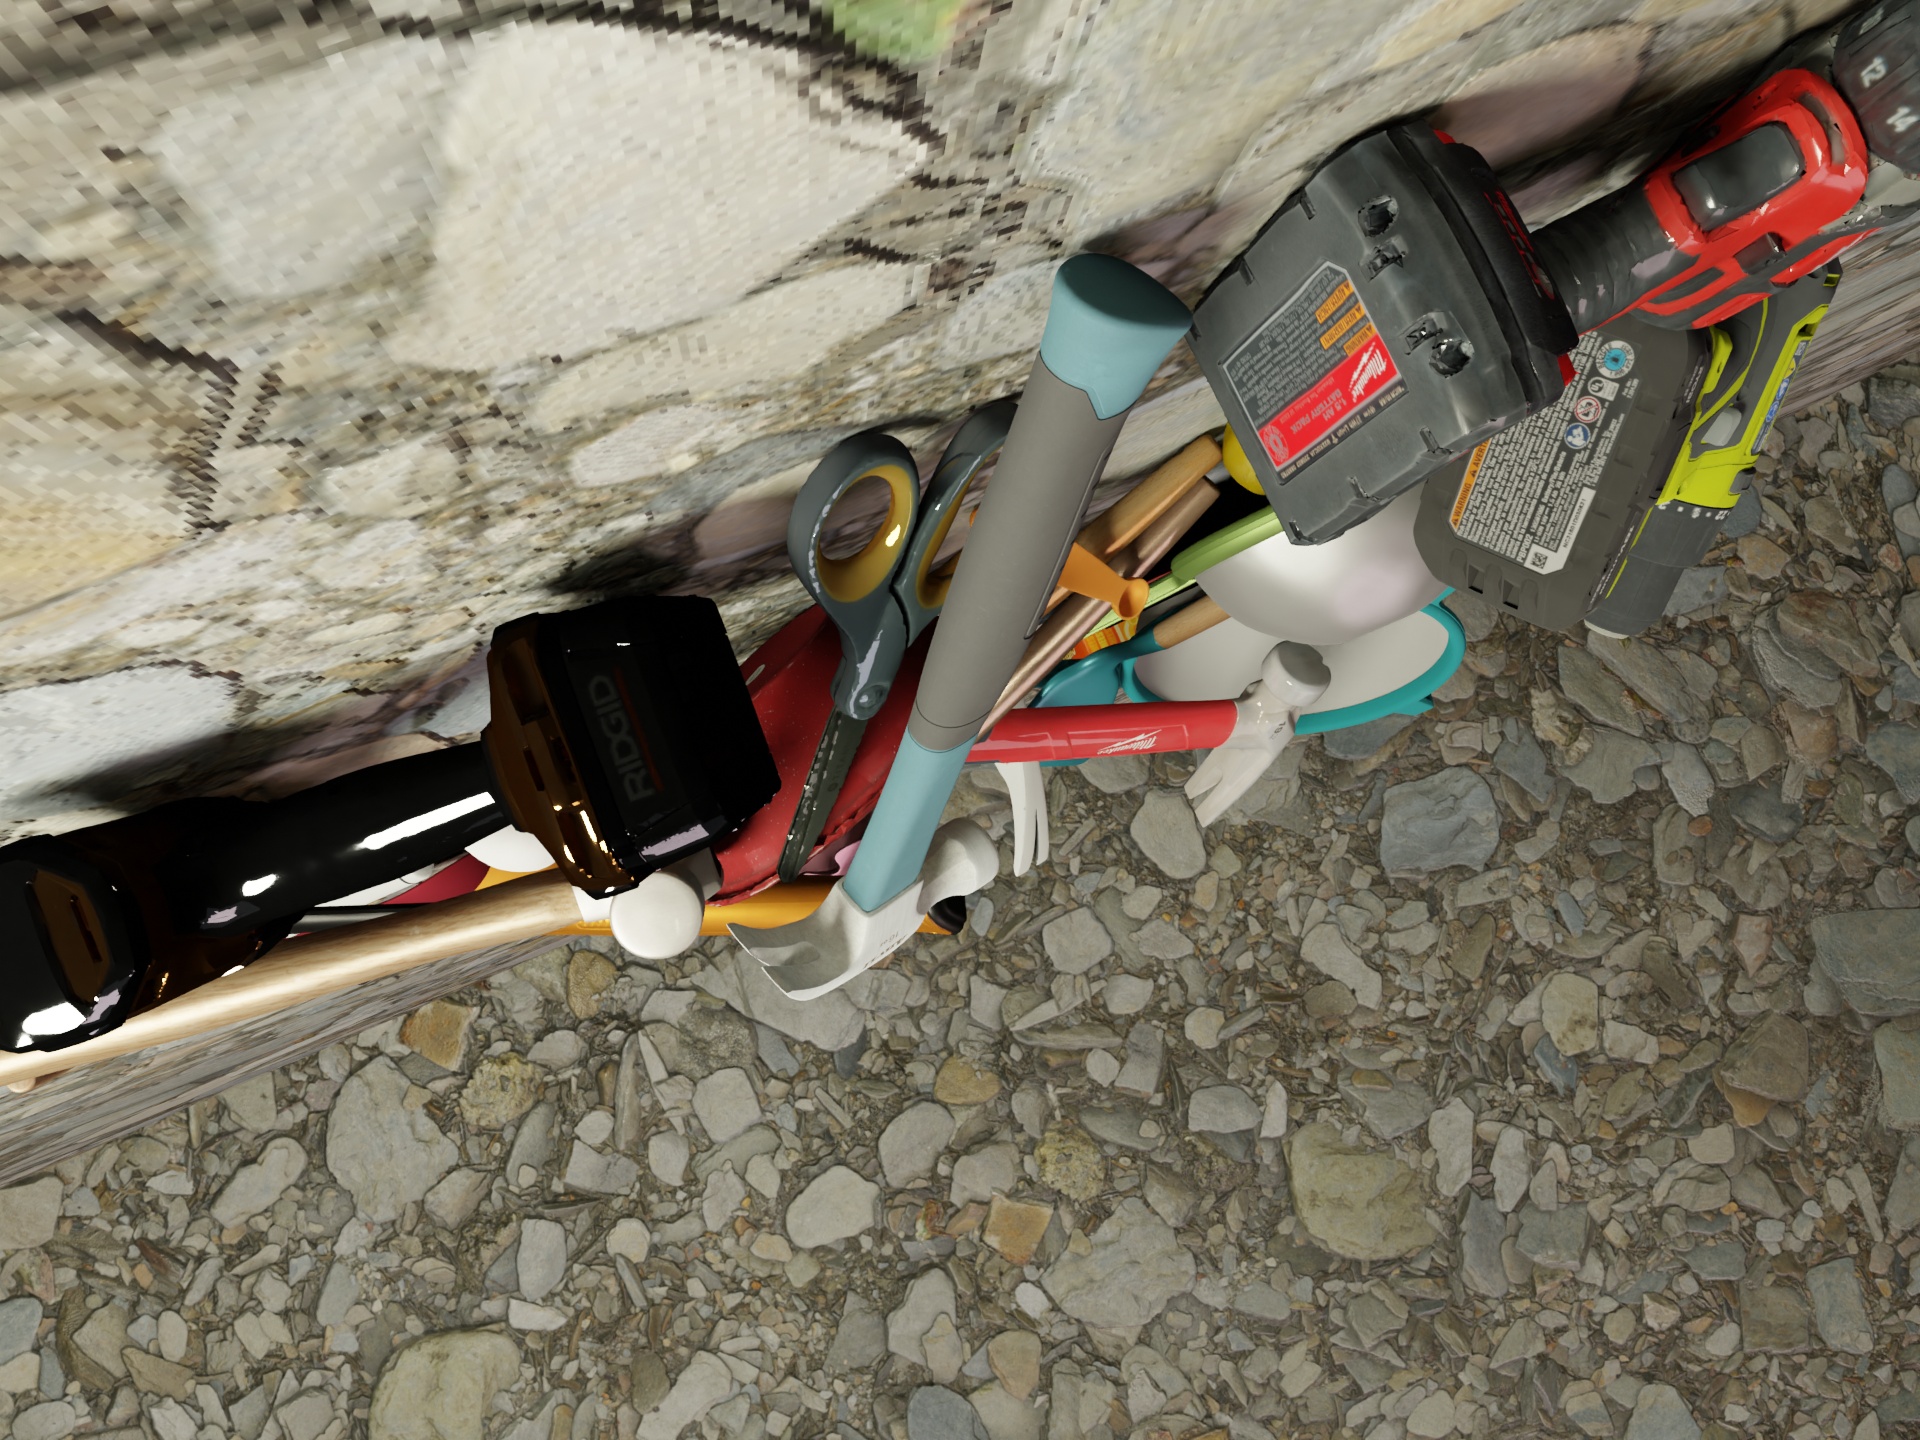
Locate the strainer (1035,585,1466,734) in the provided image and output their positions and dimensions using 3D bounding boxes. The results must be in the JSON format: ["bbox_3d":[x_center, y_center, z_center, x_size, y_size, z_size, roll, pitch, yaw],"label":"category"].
[{"bbox_3d":[0.141,-0.068,1.013,0.340,0.095,0.210,-3,156,9],"label":"strainer"}]

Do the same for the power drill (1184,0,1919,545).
[{"bbox_3d":[0.195,-0.142,0.437,0.226,0.080,0.188,-25,176,-17],"label":"power drill"}]

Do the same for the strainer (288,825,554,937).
[{"bbox_3d":[-0.269,0.072,0.802,0.258,0.050,0.086,-22,161,26],"label":"strainer"}]

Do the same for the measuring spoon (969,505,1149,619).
[{"bbox_3d":[0.041,-0.067,0.660,0.116,0.011,0.021,21,100,-46],"label":"measuring spoon"}]

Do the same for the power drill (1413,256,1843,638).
[{"bbox_3d":[0.284,-0.111,0.674,0.228,0.080,0.190,-18,130,-47],"label":"power drill"}]

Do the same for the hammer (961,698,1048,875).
[{"bbox_3d":[-0.100,0.057,1.062,0.409,0.149,0.036,-18,-177,44],"label":"hammer"}]

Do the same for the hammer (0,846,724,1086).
[{"bbox_3d":[-0.249,0.092,0.582,0.331,0.031,0.130,-15,-169,-2],"label":"hammer"}]

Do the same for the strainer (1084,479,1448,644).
[{"bbox_3d":[0.136,-0.054,0.743,0.256,0.069,0.151,-26,178,34],"label":"strainer"}]

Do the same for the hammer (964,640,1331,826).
[{"bbox_3d":[0.013,0.018,0.856,0.386,0.038,0.143,-3,144,-28],"label":"hammer"}]

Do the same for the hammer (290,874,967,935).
[{"bbox_3d":[-0.166,0.087,0.713,0.337,0.034,0.127,-1,166,-9],"label":"hammer"}]

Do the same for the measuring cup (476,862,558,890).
[{"bbox_3d":[-0.272,0.103,1.079,0.095,0.052,0.173,-27,177,33],"label":"measuring cup"}]

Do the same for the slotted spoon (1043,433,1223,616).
[{"bbox_3d":[-0.007,-0.021,0.716,0.313,0.031,0.070,-40,-173,17],"label":"slotted spoon"}]

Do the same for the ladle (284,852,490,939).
[{"bbox_3d":[-0.403,0.129,0.875,0.315,0.031,0.069,-19,174,-34],"label":"ladle"}]

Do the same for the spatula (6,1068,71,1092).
[{"bbox_3d":[-0.476,0.173,0.878,0.060,0.018,0.316,-23,-177,-17],"label":"spatula"}]

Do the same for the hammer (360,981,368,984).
[{"bbox_3d":[-0.319,0.130,1.262,0.335,0.035,0.146,-22,175,-17],"label":"hammer"}]

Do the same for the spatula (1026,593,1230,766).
[{"bbox_3d":[0.135,-0.047,0.891,0.082,0.044,0.317,3,158,-38],"label":"spatula"}]

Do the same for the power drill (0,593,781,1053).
[{"bbox_3d":[-0.178,0.030,0.516,0.226,0.084,0.185,-20,-177,3],"label":"power drill"}]

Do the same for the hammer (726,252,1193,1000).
[{"bbox_3d":[0.000,-0.009,0.502,0.128,0.033,0.330,-33,159,-34],"label":"hammer"}]

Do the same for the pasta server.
[{"bbox_3d":[-0.001,-0.002,0.741,0.316,0.040,0.060,-45,-158,20],"label":"pasta server"}]
